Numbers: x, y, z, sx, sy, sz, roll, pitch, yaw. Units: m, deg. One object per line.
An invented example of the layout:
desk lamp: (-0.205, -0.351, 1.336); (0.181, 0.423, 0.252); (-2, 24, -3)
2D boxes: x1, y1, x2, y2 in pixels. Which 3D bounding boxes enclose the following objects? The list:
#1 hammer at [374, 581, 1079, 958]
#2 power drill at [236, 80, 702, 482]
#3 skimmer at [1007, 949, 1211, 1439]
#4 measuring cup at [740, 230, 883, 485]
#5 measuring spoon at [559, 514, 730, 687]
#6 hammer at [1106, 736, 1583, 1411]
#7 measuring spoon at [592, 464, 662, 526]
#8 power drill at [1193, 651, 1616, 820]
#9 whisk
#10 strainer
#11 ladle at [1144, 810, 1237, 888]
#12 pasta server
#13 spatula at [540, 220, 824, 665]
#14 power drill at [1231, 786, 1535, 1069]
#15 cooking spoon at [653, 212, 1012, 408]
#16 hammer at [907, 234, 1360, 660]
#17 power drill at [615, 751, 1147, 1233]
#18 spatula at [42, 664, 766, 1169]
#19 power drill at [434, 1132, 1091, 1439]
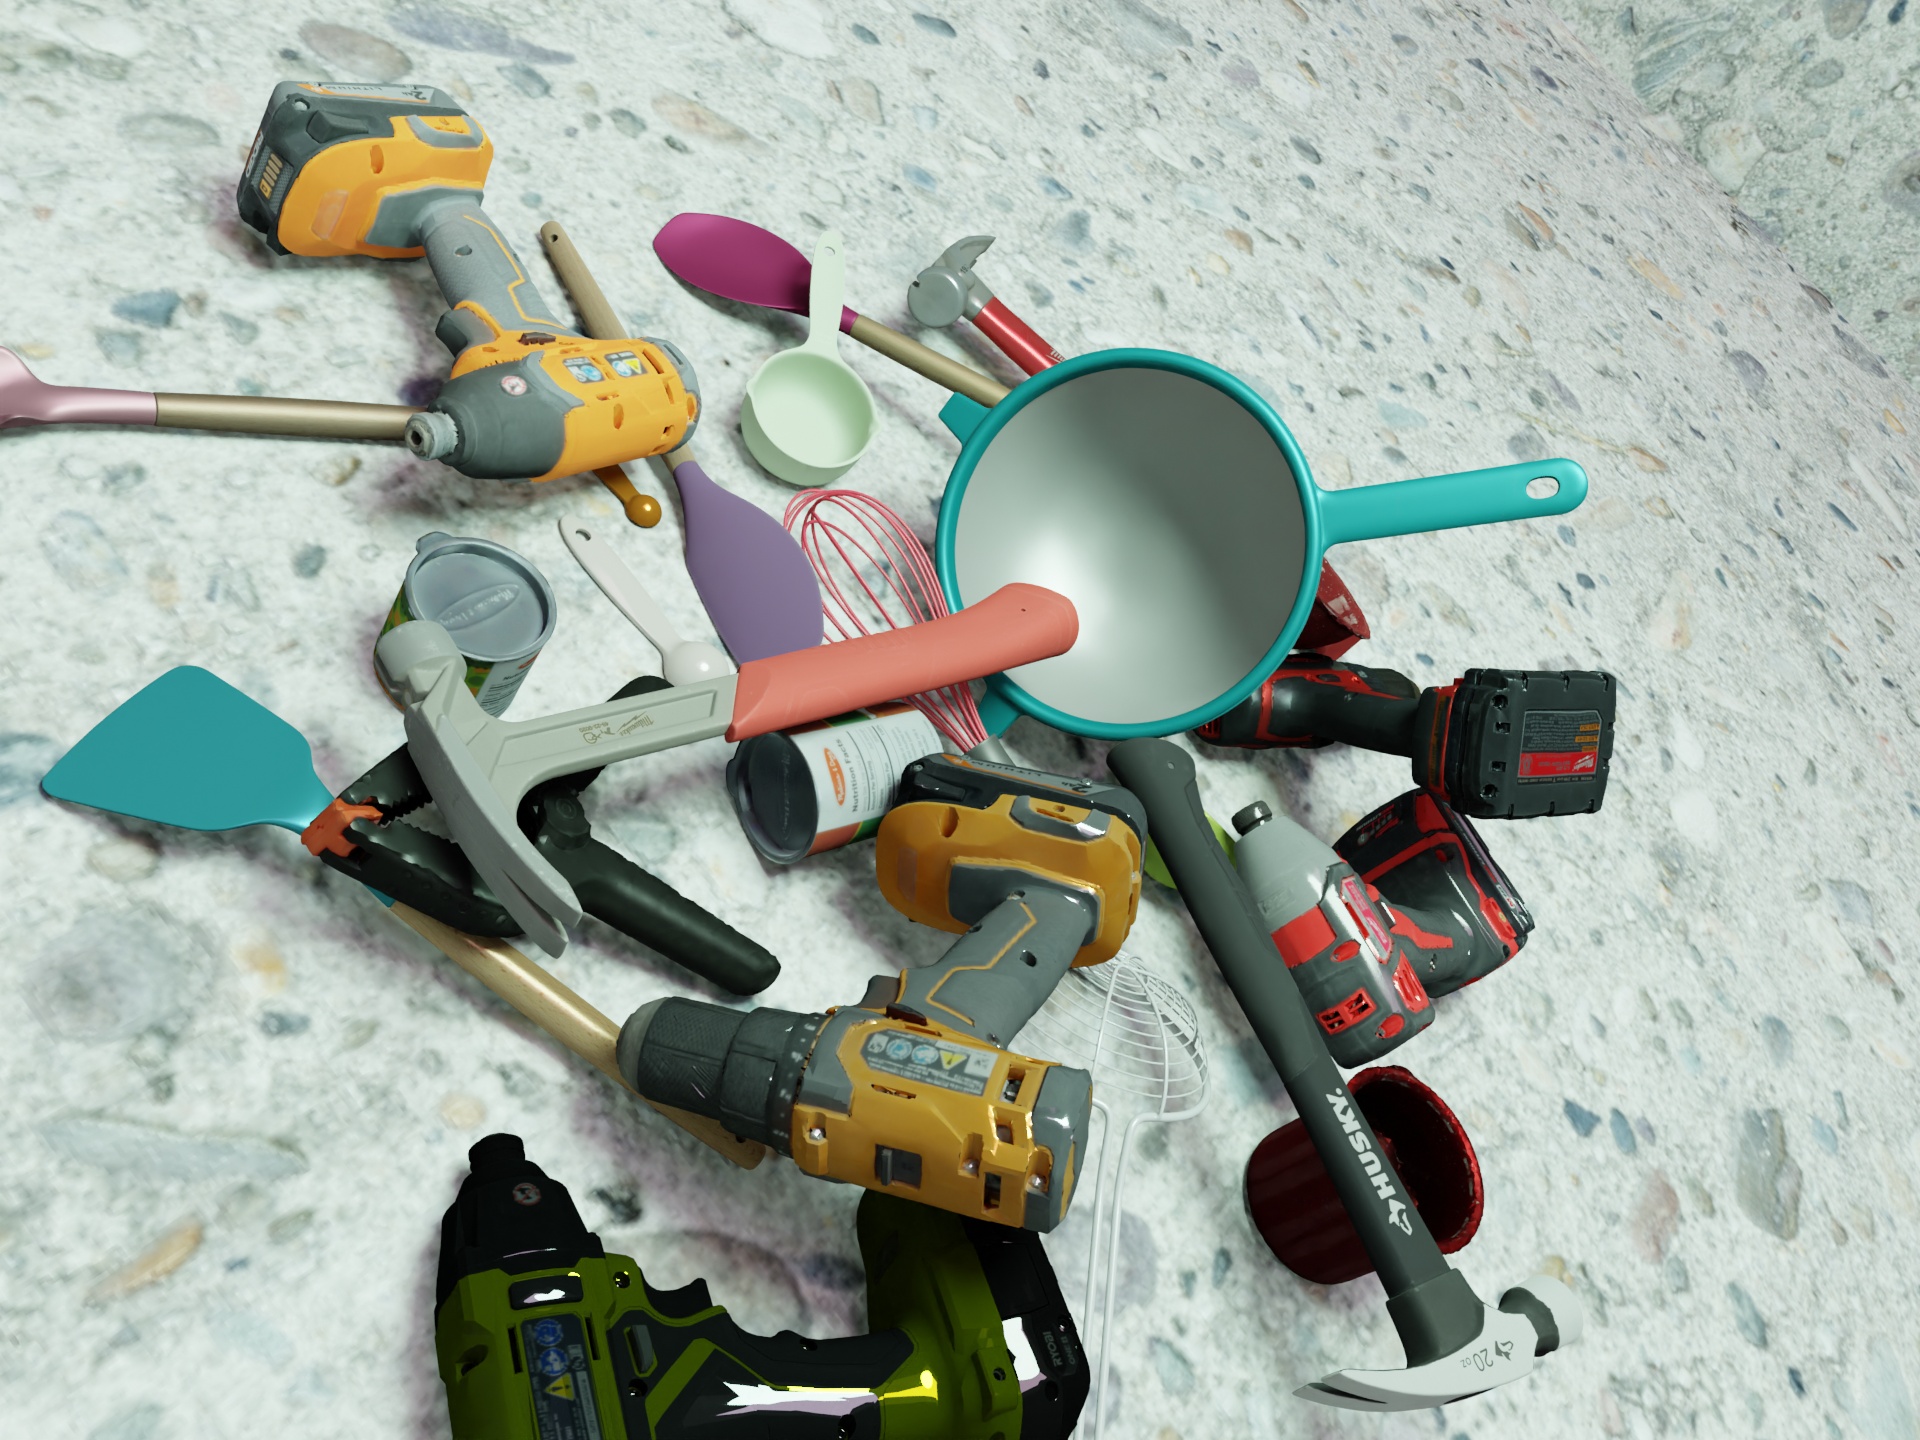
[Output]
hammer: (-0.068, -0.008, 0.720); (0.359, 0.036, 0.149); (-16, 59, -44)
power drill: (-0.252, -0.210, 0.784); (0.226, 0.084, 0.164); (49, 36, 8)
skimmer: (0.048, 0.261, 0.701); (0.127, 0.090, 0.364); (19, 59, -18)
measuring cup: (-0.087, -0.213, 0.934); (0.083, 0.038, 0.168); (13, 63, -22)
measuring spoon: (-0.159, -0.061, 0.801); (0.124, 0.018, 0.034); (49, 43, 6)
hammer: (0.151, 0.151, 0.743); (0.146, 0.035, 0.335); (-8, 60, -34)
measuring spoon: (-0.197, -0.149, 0.845); (0.117, 0.011, 0.021); (50, 43, 6)
power drill: (0.272, -0.002, 0.951); (0.187, 0.227, 0.080); (0, 98, -36)
whisk: (-0.001, -0.003, 0.849); (0.073, 0.073, 0.296); (-31, 85, -46)
strainer: (0.159, -0.101, 0.873); (0.095, 0.340, 0.211); (-2, 86, -74)
ladle: (0.117, -0.034, 0.961); (0.078, 0.062, 0.320); (54, 25, -45)
pasta server: (-0.336, -0.145, 0.721); (0.316, 0.040, 0.060); (-4, 52, -40)
spatula: (-0.159, -0.157, 0.865); (0.316, 0.060, 0.018); (59, 1, 20)
power drill: (0.229, 0.101, 0.885); (0.219, 0.078, 0.143); (-6, 61, -55)
cooking spoon: (-0.042, -0.229, 0.970); (0.319, 0.017, 0.069); (28, 56, 3)
hammer: (0.131, -0.184, 1.091); (0.386, 0.038, 0.143); (41, 30, -7)
power drill: (-0.021, 0.104, 0.674); (0.185, 0.084, 0.226); (10, 33, 12)
spatula: (-0.209, 0.089, 0.648); (0.317, 0.044, 0.082); (40, 43, -11)
power drill: (-0.078, 0.225, 0.595); (0.223, 0.080, 0.171); (4, 43, -31)
